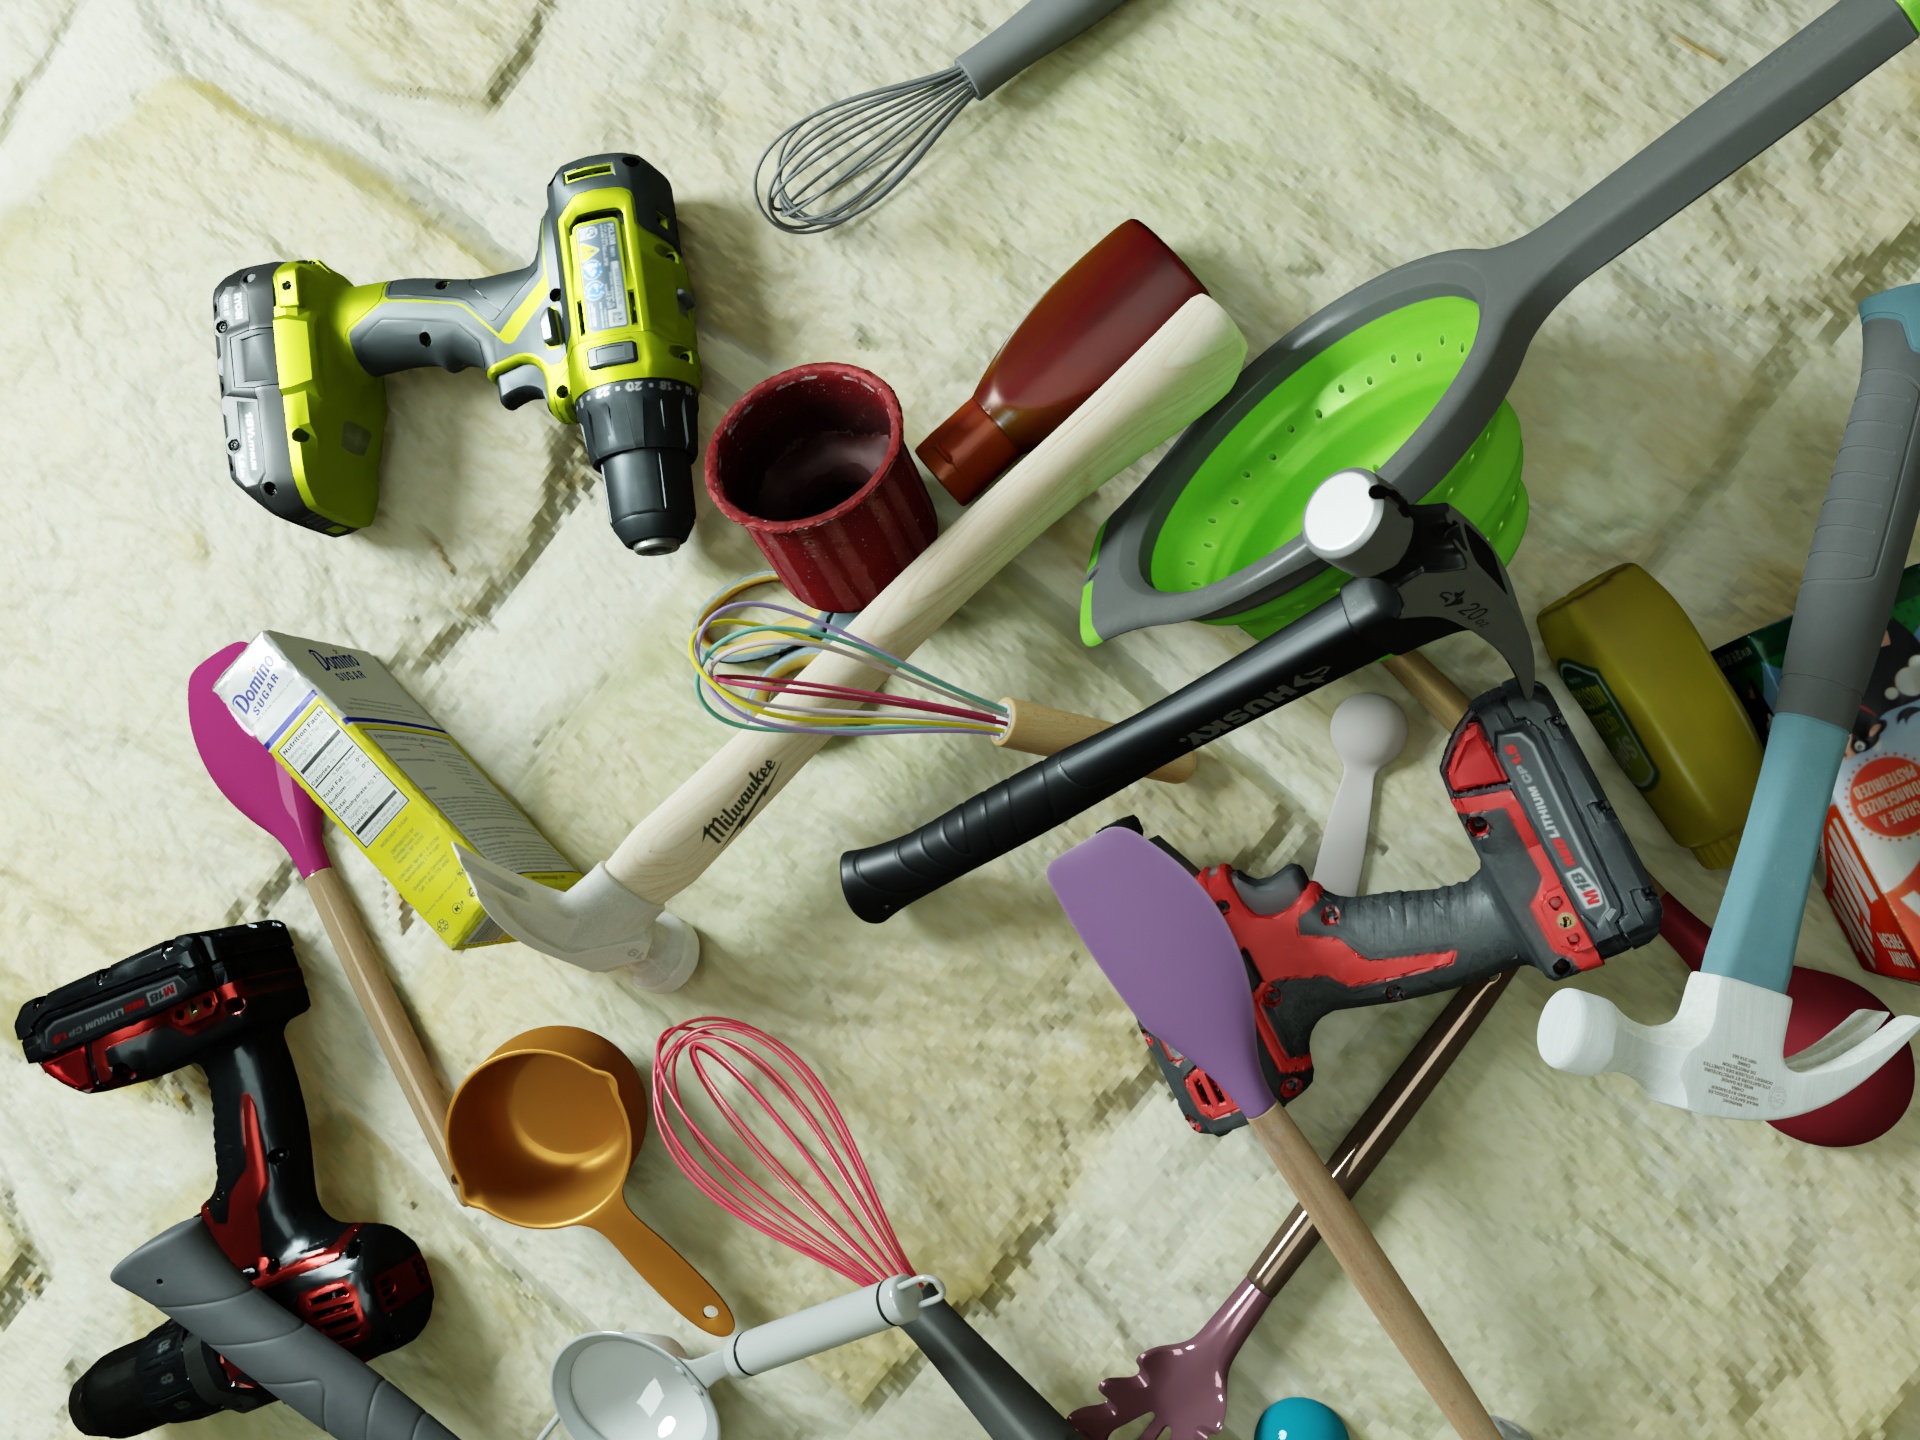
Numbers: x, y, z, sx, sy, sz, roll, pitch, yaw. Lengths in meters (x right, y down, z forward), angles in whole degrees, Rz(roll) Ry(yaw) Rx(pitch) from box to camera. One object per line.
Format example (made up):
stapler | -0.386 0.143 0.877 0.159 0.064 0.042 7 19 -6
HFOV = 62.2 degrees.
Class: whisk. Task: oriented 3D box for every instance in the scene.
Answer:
whisk | -0.035 0.243 0.706 0.296 0.073 0.073 43 95 17
whisk | 0.003 -0.312 0.765 0.239 0.055 0.055 -34 80 3
whisk | -0.001 0.000 0.676 0.244 0.047 0.051 13 102 -27

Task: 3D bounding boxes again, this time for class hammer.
hammer | -0.038 -0.041 0.705 0.410 0.146 0.038 -44 54 3
hammer | 0.071 0.014 0.648 0.334 0.146 0.035 -31 53 36
hammer | 0.321 -0.012 0.596 0.128 0.033 0.331 19 84 -6
hammer | -0.211 0.360 0.721 0.409 0.036 0.149 36 98 1

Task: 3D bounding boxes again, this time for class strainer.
strainer | -0.099 0.283 0.706 0.258 0.050 0.087 -32 100 32

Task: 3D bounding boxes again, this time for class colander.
colander | 0.224 -0.132 0.626 0.397 0.205 0.094 -36 112 30

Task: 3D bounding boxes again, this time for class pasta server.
pasta server | 0.147 0.227 0.697 0.060 0.040 0.316 37 92 23

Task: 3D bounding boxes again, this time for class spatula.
spatula | 0.140 0.180 0.654 0.060 0.018 0.316 -32 92 27

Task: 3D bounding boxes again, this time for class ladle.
ladle | 0.281 0.059 0.689 0.069 0.031 0.315 -45 77 5

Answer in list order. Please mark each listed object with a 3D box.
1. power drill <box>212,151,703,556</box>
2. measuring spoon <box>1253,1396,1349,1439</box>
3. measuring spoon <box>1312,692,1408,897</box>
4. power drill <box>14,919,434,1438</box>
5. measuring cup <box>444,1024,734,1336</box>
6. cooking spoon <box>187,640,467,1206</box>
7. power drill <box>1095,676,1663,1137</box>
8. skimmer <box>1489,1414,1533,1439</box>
power drill | -0.238 -0.162 0.786 0.228 0.080 0.190 -9 84 8
measuring spoon | 0.137 0.362 0.695 0.042 0.021 0.128 16 88 12
measuring spoon | 0.174 0.048 0.714 0.034 0.018 0.124 12 89 12
power drill | -0.380 0.232 0.785 0.188 0.080 0.227 -23 85 9
measuring cup | -0.165 0.220 0.758 0.095 0.052 0.173 -41 97 7
cooking spoon | -0.316 0.101 0.809 0.069 0.017 0.319 -32 80 8
power drill | 0.165 0.073 0.676 0.219 0.078 0.143 -28 82 19
skimmer | 0.177 0.473 0.645 0.127 0.090 0.363 23 87 -20
